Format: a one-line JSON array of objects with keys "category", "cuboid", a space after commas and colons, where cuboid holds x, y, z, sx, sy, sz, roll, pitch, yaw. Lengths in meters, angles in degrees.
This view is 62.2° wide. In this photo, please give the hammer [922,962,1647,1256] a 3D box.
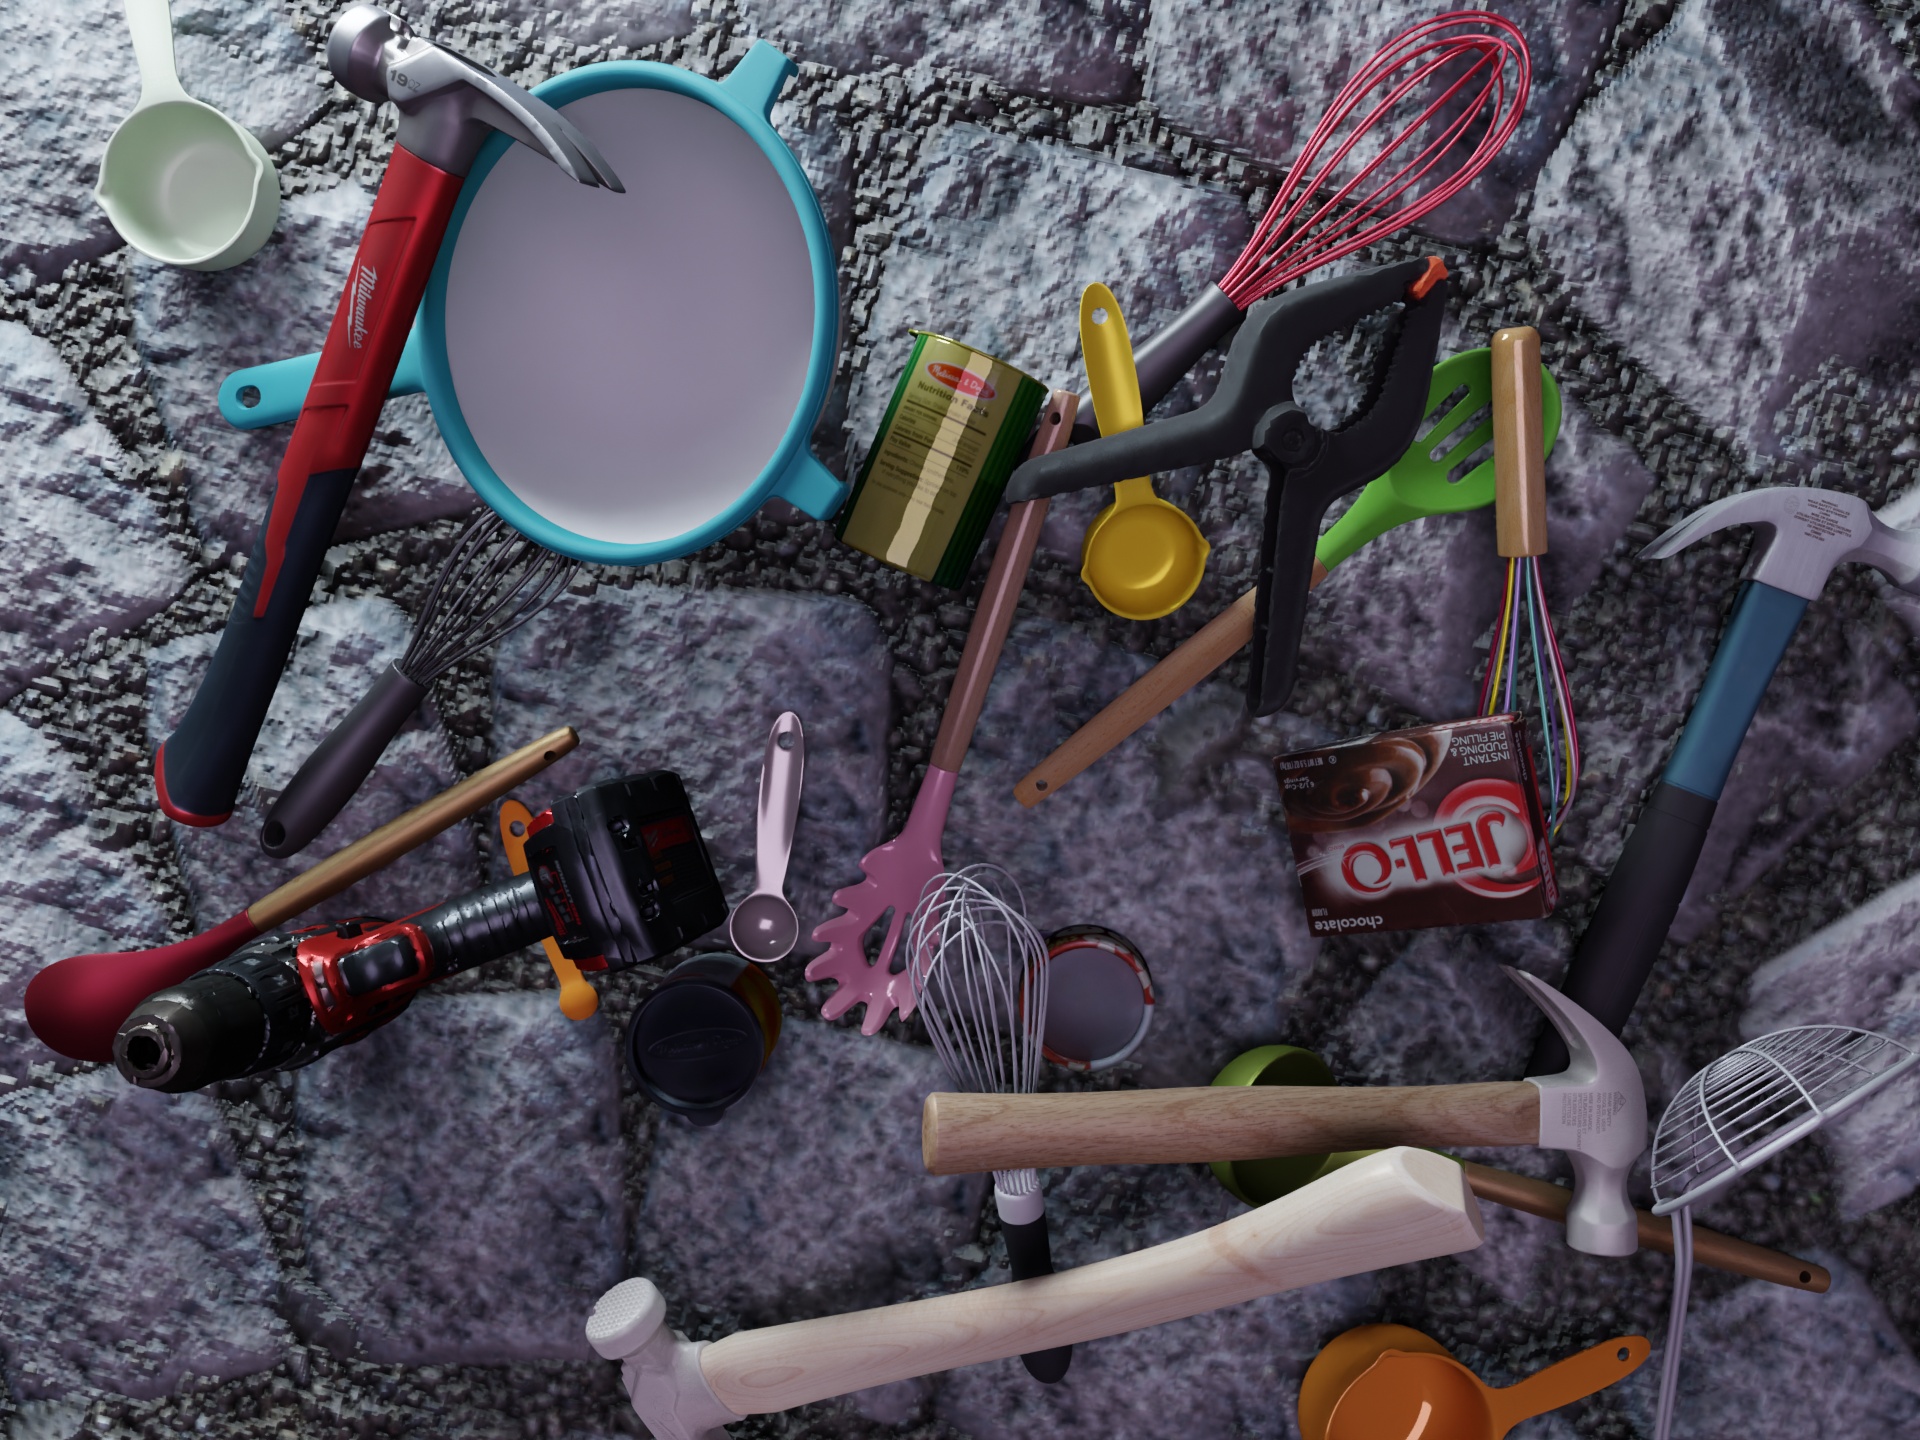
[{"category": "hammer", "cuboid": [0.148, 0.177, 0.711, 0.331, 0.031, 0.130, 1, 90, -8]}]

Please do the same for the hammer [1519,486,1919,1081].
[{"category": "hammer", "cuboid": [0.339, 0.047, 0.750, 0.128, 0.033, 0.331, 21, 96, 0]}]

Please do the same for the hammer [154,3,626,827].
[{"category": "hammer", "cuboid": [-0.279, -0.106, 0.718, 0.143, 0.038, 0.386, 34, 110, 16]}]

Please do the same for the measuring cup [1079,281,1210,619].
[{"category": "measuring cup", "cuboid": [0.075, -0.124, 0.735, 0.062, 0.029, 0.156, -13, 108, -1]}]

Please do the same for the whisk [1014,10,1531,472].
[{"category": "whisk", "cuboid": [0.137, -0.207, 0.730, 0.296, 0.073, 0.073, -42, 92, 12]}]

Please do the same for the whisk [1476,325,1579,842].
[{"category": "whisk", "cuboid": [0.255, -0.054, 0.726, 0.047, 0.051, 0.245, -4, 103, 12]}]

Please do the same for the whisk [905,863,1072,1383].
[{"category": "whisk", "cuboid": [0.024, 0.197, 0.750, 0.070, 0.070, 0.284, -9, 110, 4]}]

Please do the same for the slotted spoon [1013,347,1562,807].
[{"category": "slotted spoon", "cuboid": [0.148, -0.061, 0.755, 0.314, 0.031, 0.070, -40, 96, 7]}]

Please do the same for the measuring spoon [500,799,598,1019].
[{"category": "measuring spoon", "cuboid": [-0.208, 0.095, 0.794, 0.021, 0.011, 0.117, -18, 94, 4]}]

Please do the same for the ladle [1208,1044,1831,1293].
[{"category": "ladle", "cuboid": [0.267, 0.227, 0.759, 0.320, 0.062, 0.078, 17, 88, -1]}]

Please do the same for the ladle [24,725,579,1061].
[{"category": "ladle", "cuboid": [-0.326, 0.086, 0.790, 0.315, 0.031, 0.069, -30, 124, 2]}]

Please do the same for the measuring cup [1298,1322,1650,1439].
[{"category": "measuring cup", "cuboid": [0.247, 0.325, 0.774, 0.173, 0.052, 0.095, -17, 95, -10]}]

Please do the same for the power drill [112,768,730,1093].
[{"category": "power drill", "cuboid": [-0.234, 0.099, 0.704, 0.226, 0.188, 0.080, -21, 89, 7]}]

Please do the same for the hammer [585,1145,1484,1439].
[{"category": "hammer", "cuboid": [0.031, 0.273, 0.712, 0.410, 0.038, 0.146, -22, 111, 21]}]

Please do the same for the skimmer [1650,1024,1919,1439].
[{"category": "skimmer", "cuboid": [0.351, 0.303, 0.721, 0.127, 0.090, 0.363, -11, 109, -37]}]

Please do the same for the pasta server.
[{"category": "pasta server", "cuboid": [-0.001, -0.002, 0.750, 0.060, 0.040, 0.316, 21, 101, 13]}]

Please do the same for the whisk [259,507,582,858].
[{"category": "whisk", "cuboid": [-0.265, -0.019, 0.774, 0.055, 0.055, 0.239, 42, 100, -1]}]

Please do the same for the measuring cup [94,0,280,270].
[{"category": "measuring cup", "cuboid": [-0.372, -0.298, 0.759, 0.083, 0.038, 0.167, -9, 92, 4]}]

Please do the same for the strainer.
[{"category": "strainer", "cuboid": [-0.190, -0.172, 0.743, 0.340, 0.095, 0.211, -5, 95, 24]}]

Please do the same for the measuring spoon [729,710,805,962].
[{"category": "measuring spoon", "cuboid": [-0.091, 0.057, 0.787, 0.034, 0.018, 0.124, 7, 88, 2]}]
